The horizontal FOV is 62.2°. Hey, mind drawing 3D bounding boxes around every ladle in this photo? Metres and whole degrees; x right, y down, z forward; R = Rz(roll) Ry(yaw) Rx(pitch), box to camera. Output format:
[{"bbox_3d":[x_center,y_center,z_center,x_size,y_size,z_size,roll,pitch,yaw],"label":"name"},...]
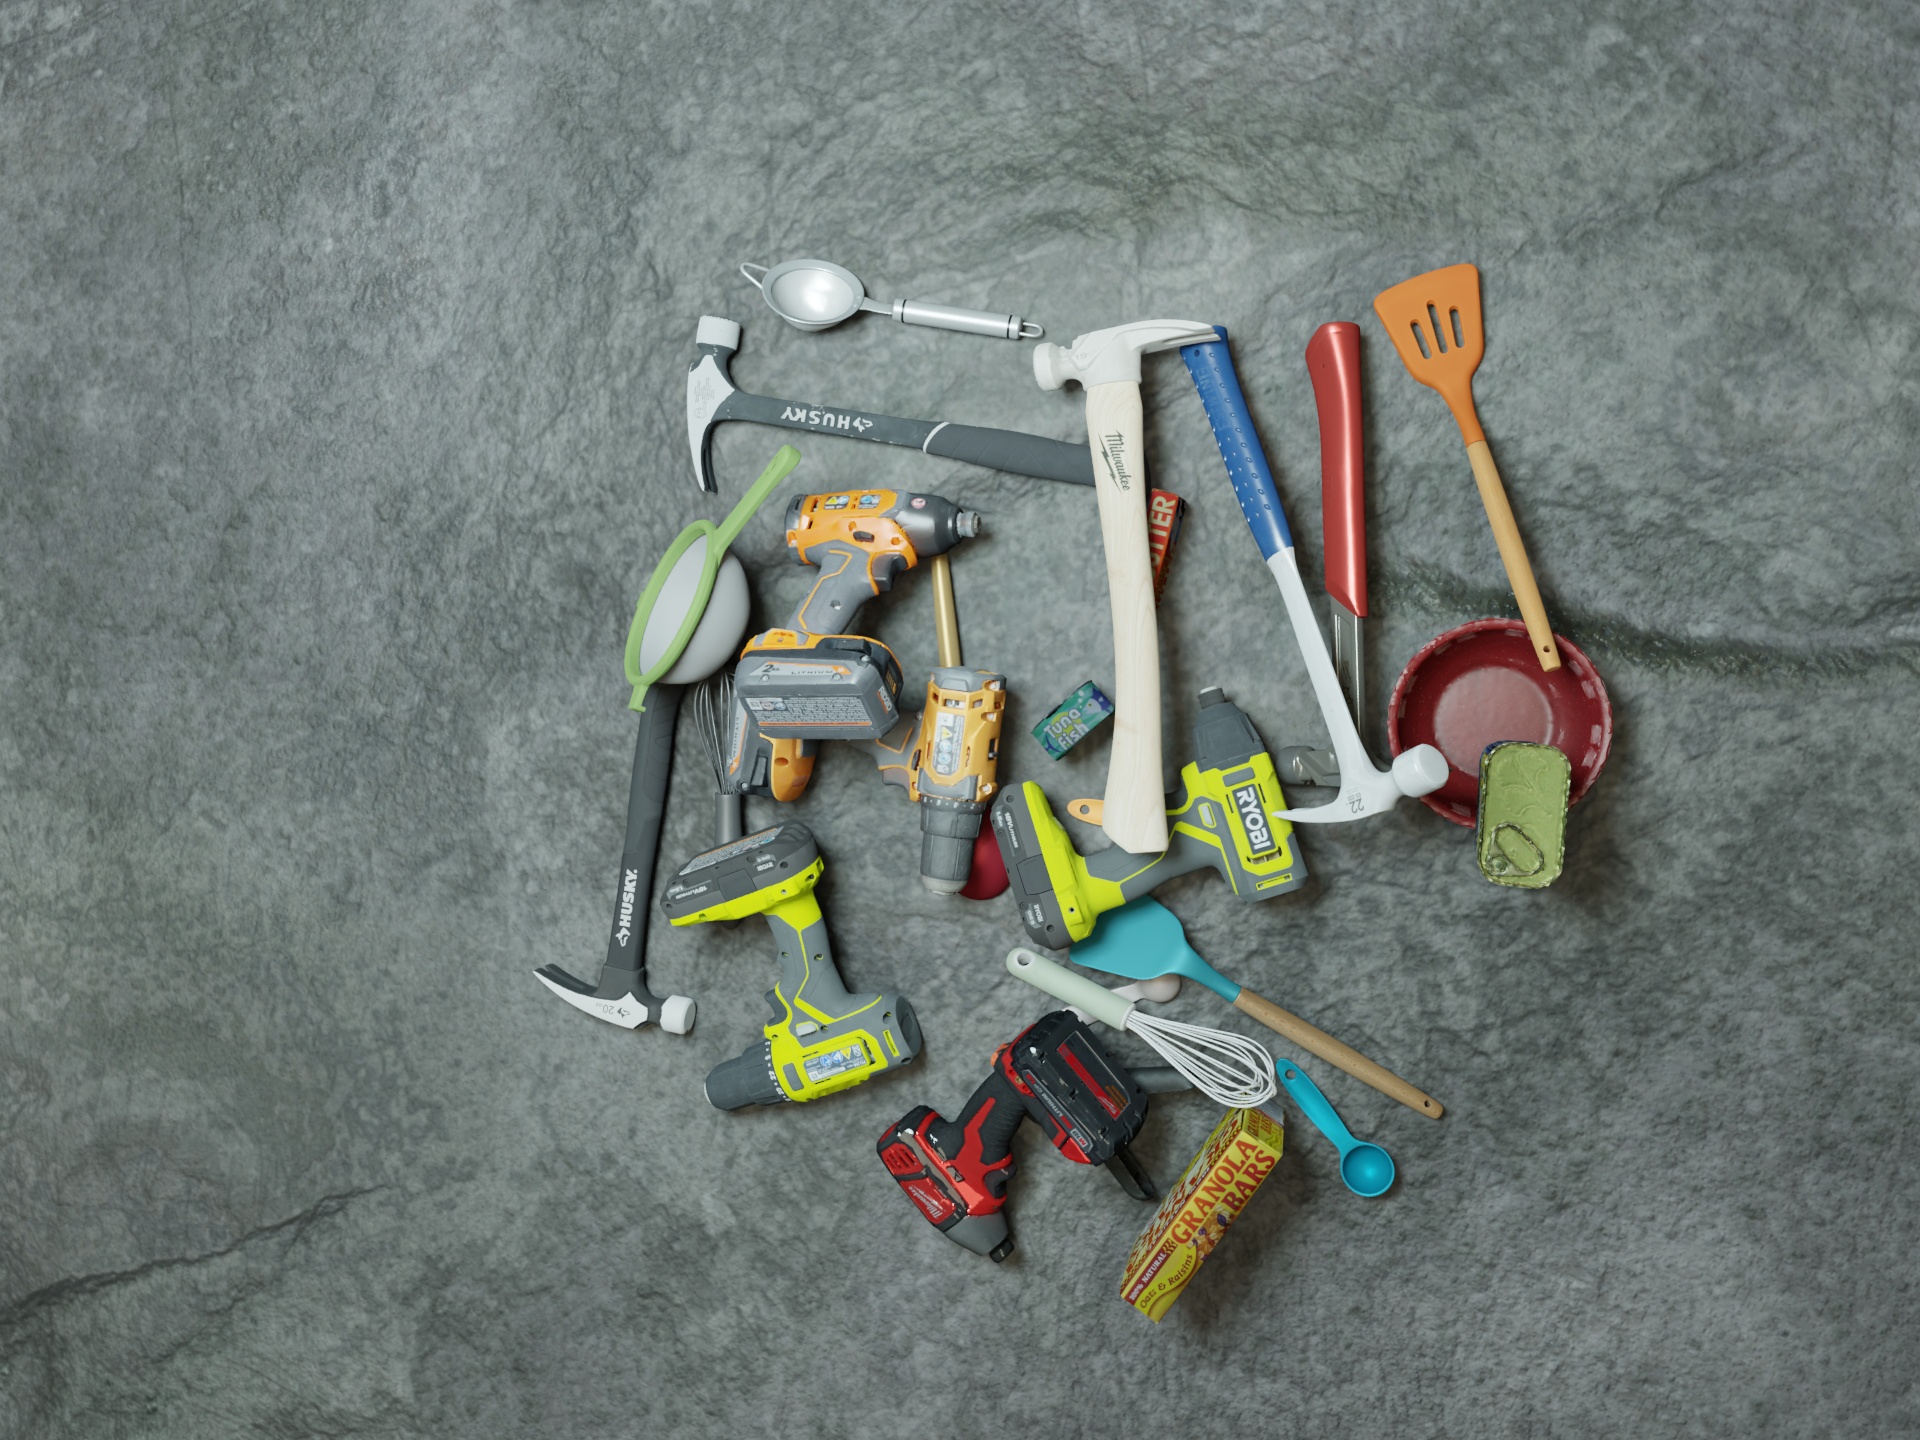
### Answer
[{"bbox_3d":[-0.002,-0.004,1.336,0.069,0.031,0.315,-7,89,13],"label":"ladle"}]

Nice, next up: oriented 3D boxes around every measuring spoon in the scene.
[{"bbox_3d":[0.145,0.082,1.312,0.117,0.011,0.021,10,87,17],"label":"measuring spoon"},{"bbox_3d":[0.300,0.325,1.282,0.042,0.021,0.129,-42,73,12],"label":"measuring spoon"},{"bbox_3d":[0.124,0.235,1.317,0.124,0.018,0.034,-26,86,14],"label":"measuring spoon"}]

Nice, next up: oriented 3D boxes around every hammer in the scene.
[{"bbox_3d":[0.140,-0.104,1.227,0.146,0.038,0.411,-6,83,23],"label":"hammer"},{"bbox_3d":[0.244,-0.114,1.219,0.144,0.035,0.406,-35,66,49],"label":"hammer"},{"bbox_3d":[-0.286,0.101,1.403,0.146,0.035,0.335,9,94,12],"label":"hammer"},{"bbox_3d":[0.303,-0.128,1.220,0.149,0.036,0.359,-5,84,53],"label":"hammer"},{"bbox_3d":[-0.041,-0.235,1.330,0.409,0.036,0.149,12,96,13],"label":"hammer"}]

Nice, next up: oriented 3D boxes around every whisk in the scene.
[{"bbox_3d":[-0.204,0.064,1.378,0.055,0.055,0.239,1,97,14],"label":"whisk"},{"bbox_3d":[0.142,0.243,1.282,0.246,0.059,0.058,24,62,26],"label":"whisk"}]

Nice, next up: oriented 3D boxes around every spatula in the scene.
[{"bbox_3d":[0.396,-0.190,1.202,0.081,0.041,0.323,-17,73,13],"label":"spatula"},{"bbox_3d":[0.243,0.234,1.280,0.317,0.044,0.082,30,73,4],"label":"spatula"}]

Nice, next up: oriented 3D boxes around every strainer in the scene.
[{"bbox_3d":[-0.058,-0.341,1.328,0.258,0.050,0.087,11,51,8],"label":"strainer"},{"bbox_3d":[-0.187,-0.120,1.307,0.069,0.152,0.256,26,124,-28],"label":"strainer"}]

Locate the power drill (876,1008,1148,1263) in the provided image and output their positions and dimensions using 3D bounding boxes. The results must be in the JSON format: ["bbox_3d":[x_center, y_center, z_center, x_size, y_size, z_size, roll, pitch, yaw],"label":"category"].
[{"bbox_3d":[0.041,0.345,1.290,0.143,0.078,0.219,50,122,7],"label":"power drill"}]

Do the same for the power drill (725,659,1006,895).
[{"bbox_3d":[-0.078,0.039,1.315,0.226,0.084,0.185,8,94,20],"label":"power drill"}]

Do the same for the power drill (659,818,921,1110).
[{"bbox_3d":[-0.161,0.217,1.343,0.190,0.080,0.228,-21,100,13],"label":"power drill"}]

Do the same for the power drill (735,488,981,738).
[{"bbox_3d":[-0.078,-0.095,1.266,0.164,0.084,0.227,0,52,18],"label":"power drill"}]

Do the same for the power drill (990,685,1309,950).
[{"bbox_3d":[0.145,0.081,1.267,0.223,0.080,0.171,-18,82,7],"label":"power drill"}]
